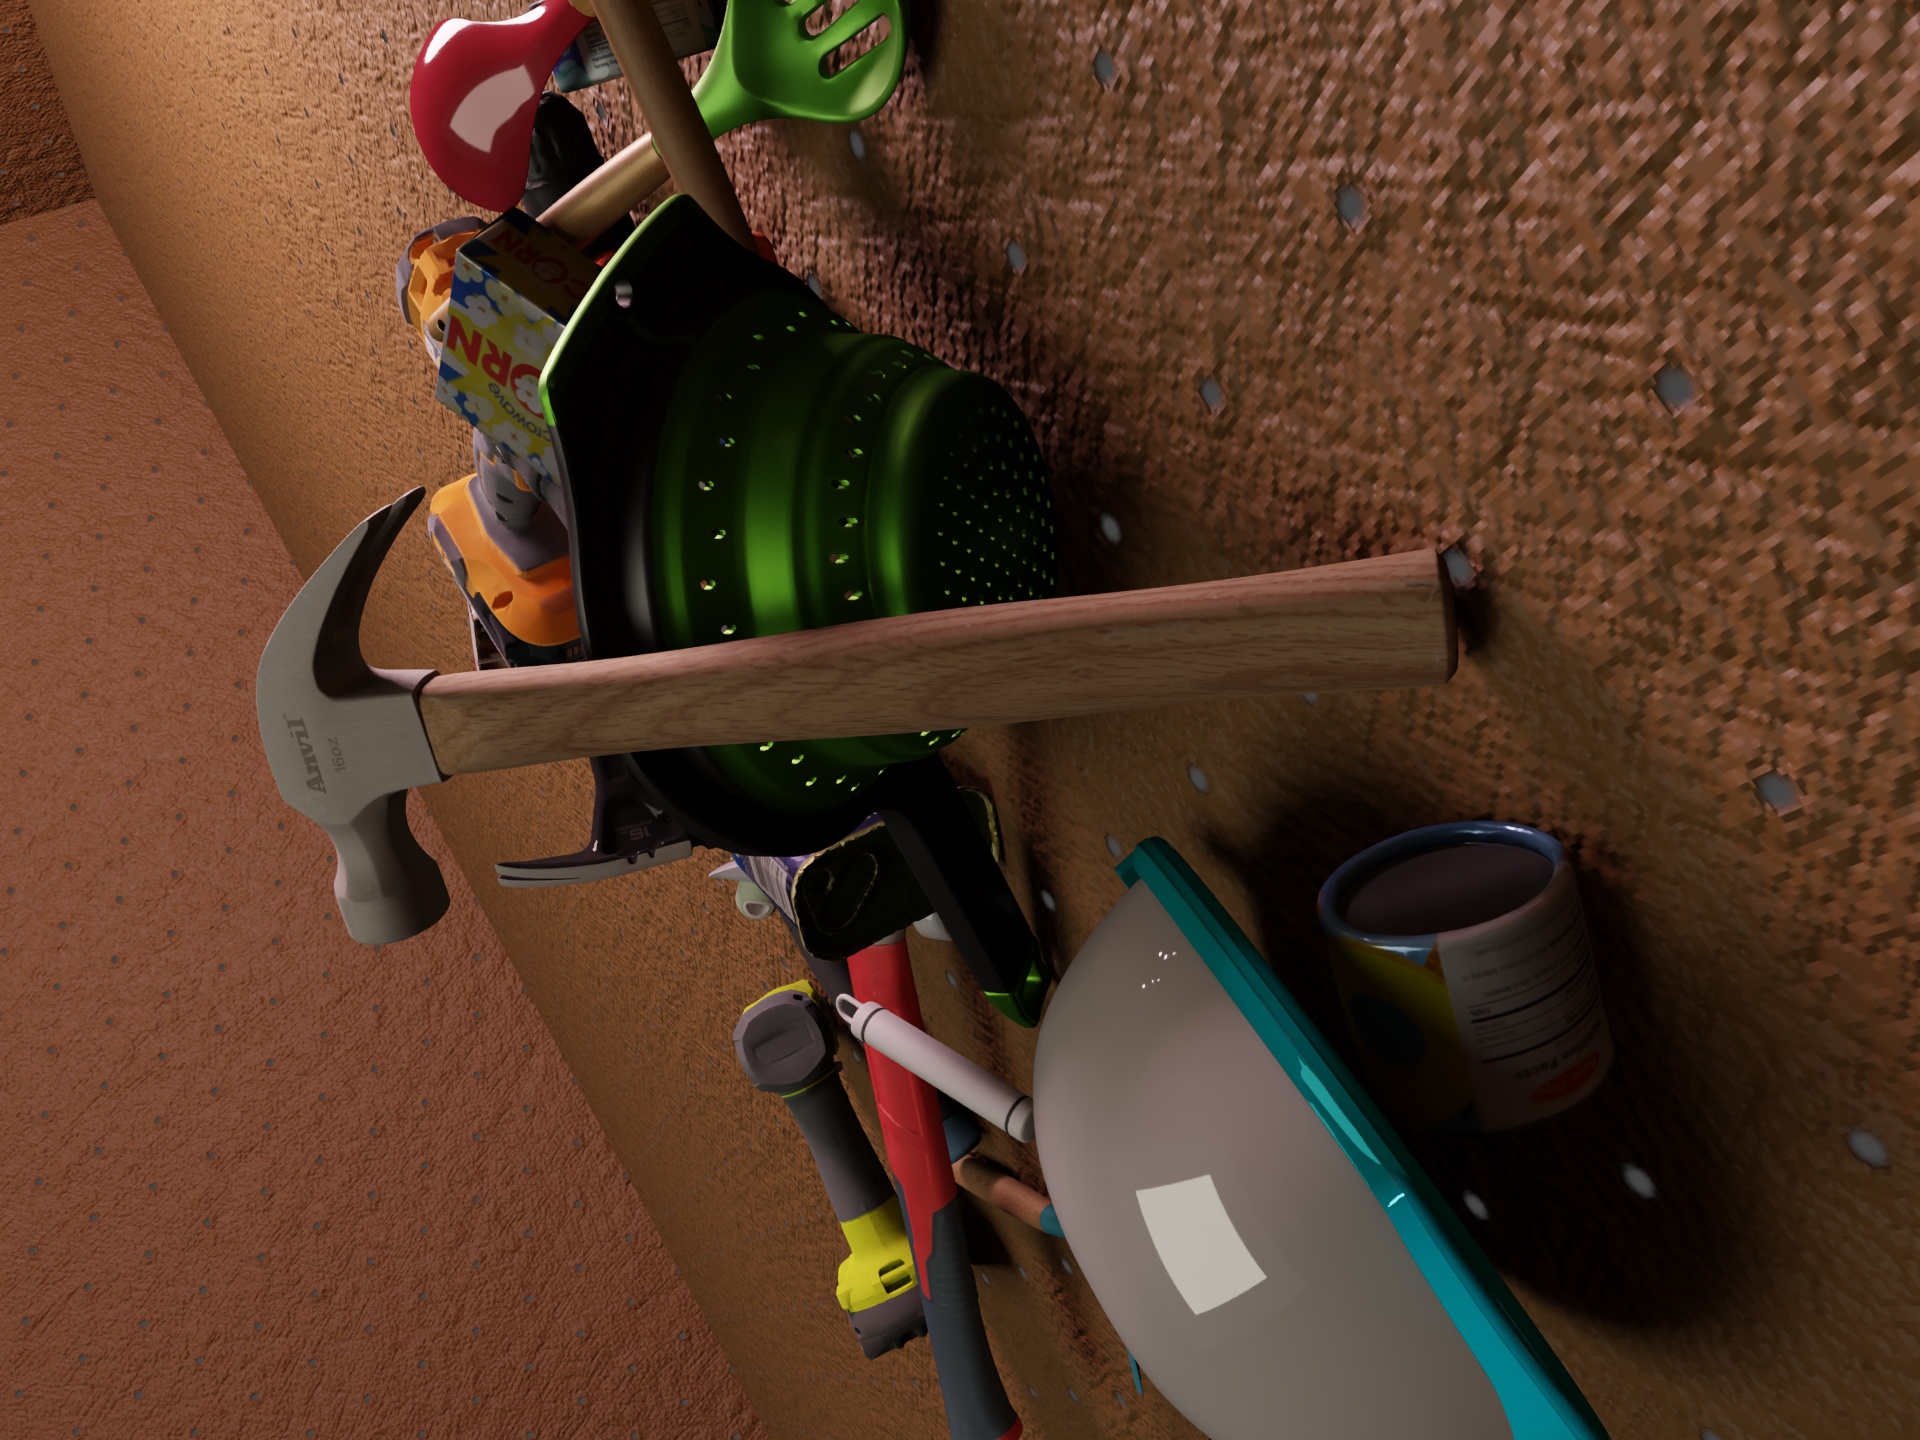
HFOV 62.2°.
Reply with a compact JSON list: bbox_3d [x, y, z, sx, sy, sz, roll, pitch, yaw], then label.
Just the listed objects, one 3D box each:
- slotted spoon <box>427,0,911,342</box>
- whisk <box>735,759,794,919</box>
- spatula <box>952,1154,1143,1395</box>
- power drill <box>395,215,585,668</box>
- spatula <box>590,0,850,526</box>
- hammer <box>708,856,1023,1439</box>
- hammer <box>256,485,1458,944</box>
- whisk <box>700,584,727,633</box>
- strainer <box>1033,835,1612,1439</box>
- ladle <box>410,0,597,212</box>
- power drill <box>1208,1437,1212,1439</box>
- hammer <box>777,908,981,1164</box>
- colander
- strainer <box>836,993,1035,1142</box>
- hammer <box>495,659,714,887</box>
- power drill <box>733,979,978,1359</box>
[{"bbox_3d":[-0.122,-0.203,0.586,0.314,0.031,0.070,-16,113,45],"label":"slotted spoon"},{"bbox_3d":[-0.087,0.029,0.812,0.246,0.057,0.059,111,165,-48],"label":"whisk"},{"bbox_3d":[0.028,0.266,0.864,0.317,0.044,0.082,-4,101,66],"label":"spatula"},{"bbox_3d":[-0.205,-0.108,0.790,0.185,0.084,0.226,54,155,18],"label":"power drill"},{"bbox_3d":[-0.078,-0.160,0.555,0.315,0.018,0.060,67,-162,-46],"label":"spatula"},{"bbox_3d":[-0.033,0.240,0.848,0.143,0.038,0.386,5,116,31],"label":"hammer"},{"bbox_3d":[-0.038,-0.012,0.433,0.031,0.331,0.130,-73,-26,-63],"label":"hammer"},{"bbox_3d":[-0.125,-0.050,0.836,0.070,0.070,0.284,60,161,5],"label":"whisk"},{"bbox_3d":[0.079,0.144,0.402,0.211,0.095,0.340,54,-177,3],"label":"strainer"},{"bbox_3d":[-0.108,-0.247,0.517,0.315,0.031,0.069,-14,105,46],"label":"ladle"},{"bbox_3d":[0.072,0.361,0.645,0.188,0.226,0.080,57,155,12],"label":"power drill"},{"bbox_3d":[-0.093,0.121,0.952,0.331,0.033,0.128,53,169,14],"label":"hammer"},{"bbox_3d":[-0.001,-0.002,0.582,0.094,0.205,0.396,-1,138,26],"label":"colander"},{"bbox_3d":[0.037,0.179,0.707,0.259,0.050,0.086,24,129,35],"label":"strainer"},{"bbox_3d":[-0.234,-0.068,0.918,0.034,0.127,0.337,110,144,-64],"label":"hammer"},{"bbox_3d":[-0.073,0.275,1.022,0.223,0.080,0.171,64,175,4],"label":"power drill"}]
